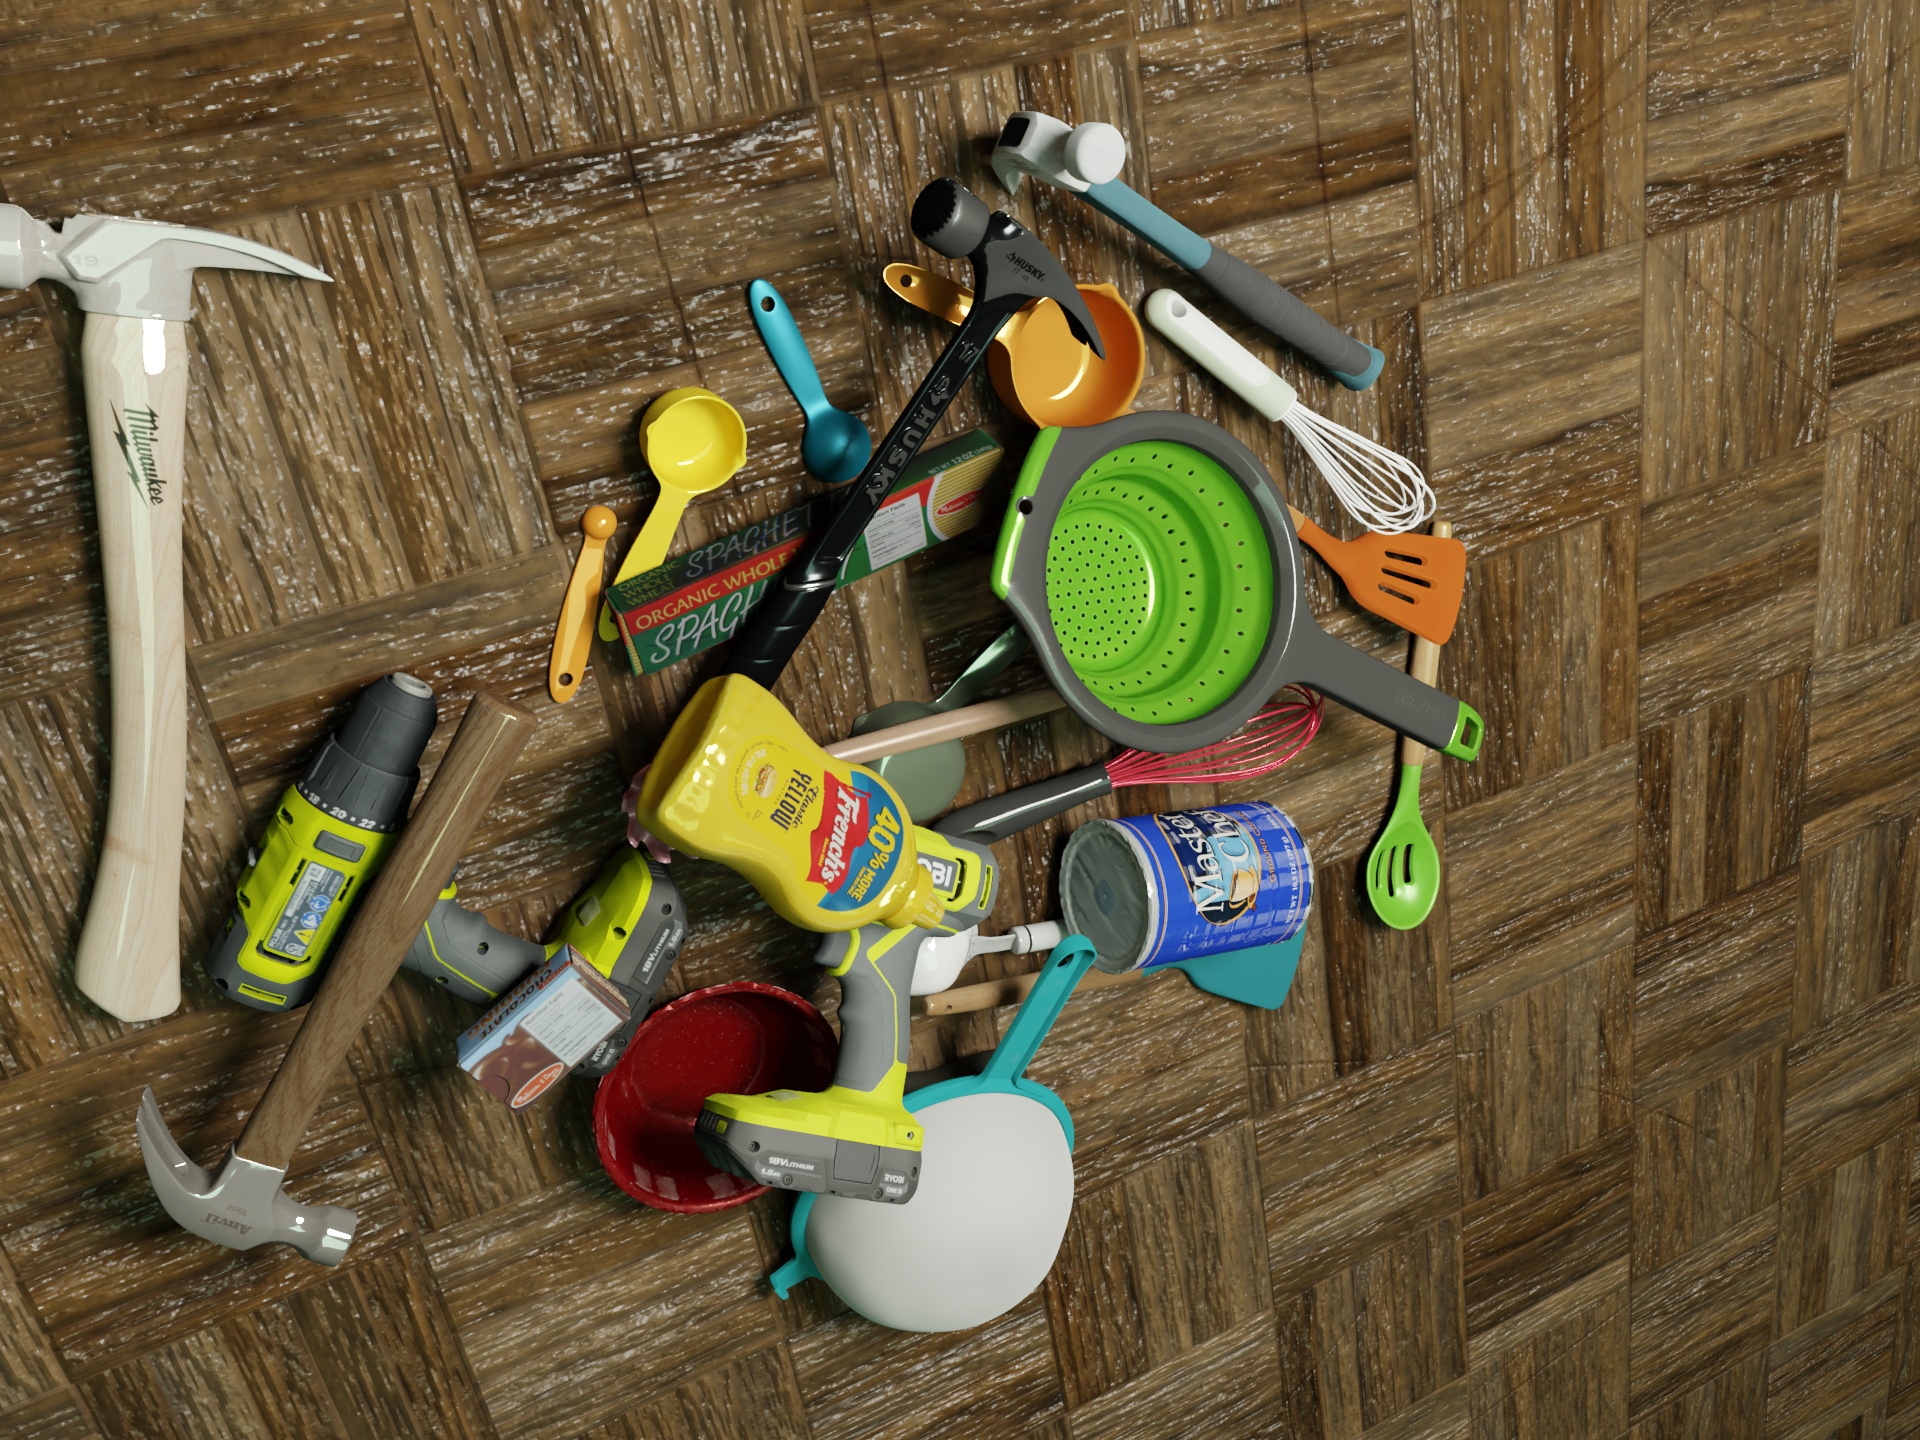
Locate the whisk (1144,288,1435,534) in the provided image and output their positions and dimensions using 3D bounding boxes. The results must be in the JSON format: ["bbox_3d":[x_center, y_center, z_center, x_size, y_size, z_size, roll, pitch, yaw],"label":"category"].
[{"bbox_3d":[0.213,-0.198,1.023,0.246,0.059,0.058,33,68,-21],"label":"whisk"}]

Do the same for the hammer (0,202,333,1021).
[{"bbox_3d":[-0.401,-0.039,0.803,0.146,0.038,0.410,0,109,-27],"label":"hammer"}]

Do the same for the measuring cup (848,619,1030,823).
[{"bbox_3d":[-0.002,-0.003,1.007,0.167,0.038,0.083,-46,121,-2],"label":"measuring cup"}]

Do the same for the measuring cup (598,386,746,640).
[{"bbox_3d":[-0.173,-0.116,0.897,0.062,0.029,0.156,14,114,-37],"label":"measuring cup"}]

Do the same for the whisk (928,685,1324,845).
[{"bbox_3d":[0.114,0.031,1.069,0.296,0.073,0.073,-20,116,-12],"label":"whisk"}]

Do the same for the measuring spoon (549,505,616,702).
[{"bbox_3d":[-0.214,-0.064,0.898,0.021,0.011,0.117,9,104,-28],"label":"measuring spoon"}]

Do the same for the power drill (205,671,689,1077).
[{"bbox_3d":[-0.274,0.094,0.891,0.228,0.080,0.190,27,96,-28],"label":"power drill"}]

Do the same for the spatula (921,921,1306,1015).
[{"bbox_3d":[0.111,0.181,1.113,0.317,0.044,0.082,-3,115,-35],"label":"spatula"}]

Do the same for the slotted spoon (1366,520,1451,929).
[{"bbox_3d":[0.341,0.007,1.187,0.070,0.031,0.313,-6,109,-24],"label":"slotted spoon"}]

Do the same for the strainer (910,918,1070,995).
[{"bbox_3d":[0.034,0.151,1.084,0.258,0.050,0.086,-6,127,-27],"label":"strainer"}]

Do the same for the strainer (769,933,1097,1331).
[{"bbox_3d":[0.023,0.294,1.045,0.210,0.095,0.340,8,122,-32],"label":"strainer"}]

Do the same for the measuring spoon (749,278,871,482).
[{"bbox_3d":[-0.086,-0.192,0.906,0.042,0.021,0.128,-33,121,-12],"label":"measuring spoon"}]

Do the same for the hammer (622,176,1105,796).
[{"bbox_3d":[-0.071,-0.094,0.895,0.149,0.036,0.409,18,114,-46],"label":"hammer"}]

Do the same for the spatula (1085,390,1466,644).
[{"bbox_3d":[0.214,-0.143,1.060,0.322,0.041,0.081,24,73,-29],"label":"spatula"}]

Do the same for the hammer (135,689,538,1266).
[{"bbox_3d":[-0.316,0.131,0.830,0.130,0.031,0.331,27,97,-26],"label":"hammer"}]

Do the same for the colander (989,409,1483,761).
[{"bbox_3d":[0.172,-0.054,1.021,0.396,0.094,0.204,23,80,-27],"label":"colander"}]

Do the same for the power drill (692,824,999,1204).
[{"bbox_3d":[-0.076,0.164,0.956,0.171,0.080,0.223,18,76,-29],"label":"power drill"}]

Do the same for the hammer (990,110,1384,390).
[{"bbox_3d":[0.149,-0.272,0.949,0.330,0.128,0.033,19,100,-39],"label":"hammer"}]

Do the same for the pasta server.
[{"bbox_3d":[-0.053,0.017,0.947,0.316,0.040,0.060,-15,102,-25],"label":"pasta server"}]

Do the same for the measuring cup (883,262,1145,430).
[{"bbox_3d":[0.024,-0.229,0.932,0.173,0.052,0.095,19,99,-26],"label":"measuring cup"}]
